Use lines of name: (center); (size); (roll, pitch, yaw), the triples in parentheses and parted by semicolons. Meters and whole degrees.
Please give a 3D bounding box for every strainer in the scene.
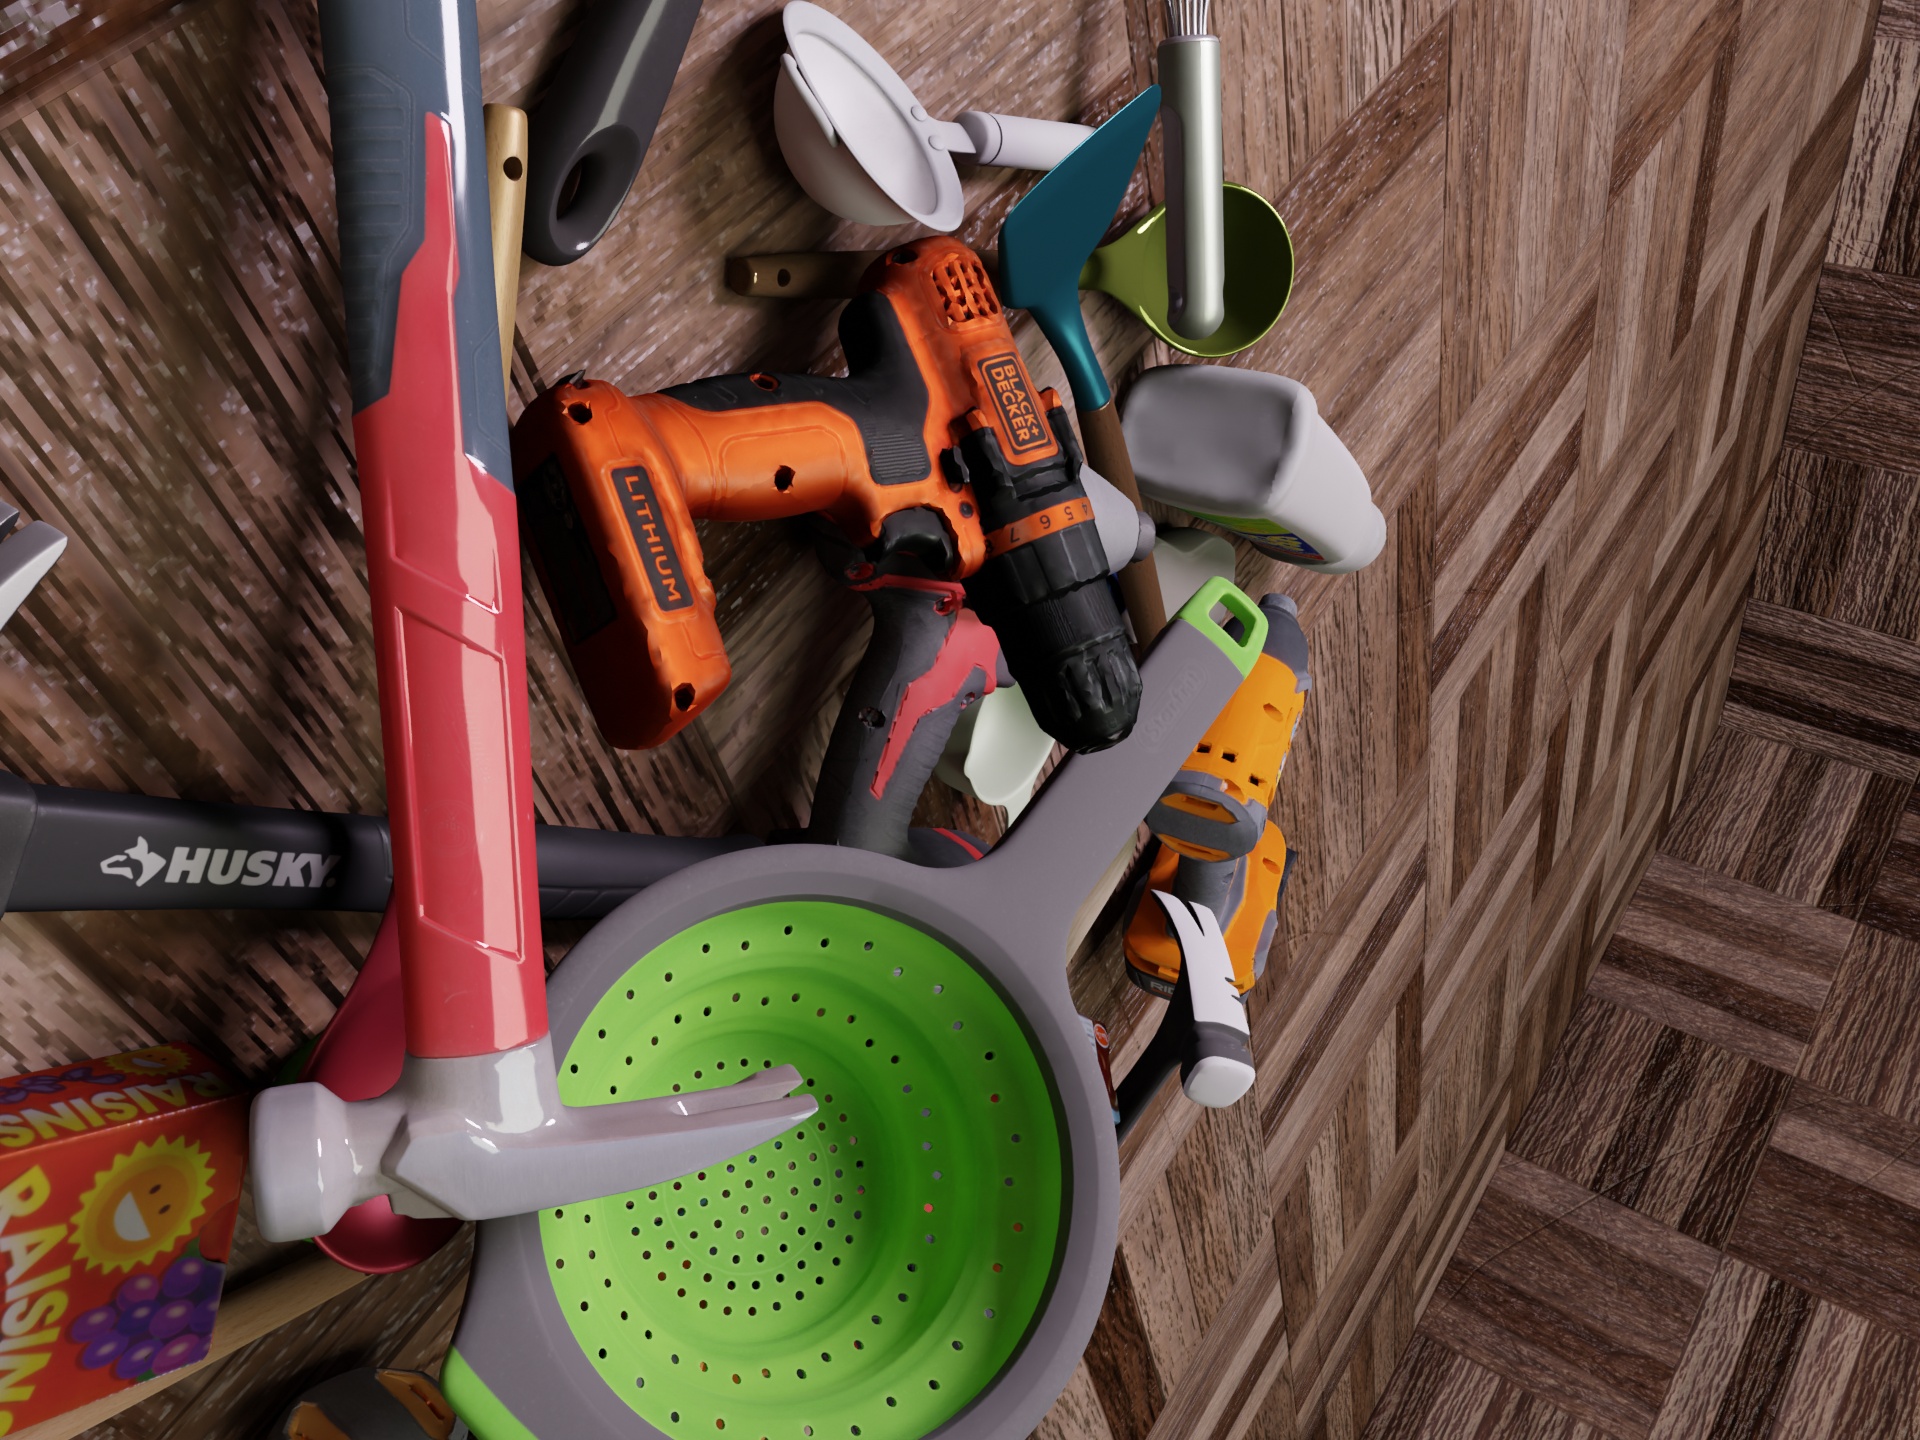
strainer: (0.000, -0.209, 0.576); (0.258, 0.050, 0.087); (-26, 86, -55)

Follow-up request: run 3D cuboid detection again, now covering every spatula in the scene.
spatula: (0.067, -0.110, 0.663); (0.082, 0.044, 0.317); (-45, 144, -17)

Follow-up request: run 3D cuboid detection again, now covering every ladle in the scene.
ladle: (0.036, -0.179, 0.637); (0.320, 0.062, 0.078); (-20, 118, -49)
ladle: (-0.141, -0.001, 0.427); (0.069, 0.031, 0.315); (-5, 109, -53)

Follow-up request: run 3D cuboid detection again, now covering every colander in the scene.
colander: (-0.012, 0.095, 0.562); (0.397, 0.204, 0.094); (-50, -175, -29)

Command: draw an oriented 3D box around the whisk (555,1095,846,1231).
whisk: (-0.092, 0.178, 0.680); (0.047, 0.051, 0.245); (-53, 157, 16)

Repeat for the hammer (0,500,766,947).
hammer: (-0.165, 0.038, 0.474); (0.334, 0.035, 0.146); (13, 98, -59)

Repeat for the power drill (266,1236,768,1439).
power drill: (-0.166, 0.308, 0.602); (0.226, 0.084, 0.185); (-4, 114, -53)

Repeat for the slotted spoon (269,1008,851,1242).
slotted spoon: (-0.131, 0.128, 0.591); (0.313, 0.031, 0.070); (5, 89, -61)

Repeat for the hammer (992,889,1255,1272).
hammer: (0.053, 0.245, 0.847); (0.127, 0.034, 0.336); (-94, -153, -55)

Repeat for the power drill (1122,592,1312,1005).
power drill: (0.149, 0.045, 0.887); (0.226, 0.084, 0.164); (85, 25, -51)

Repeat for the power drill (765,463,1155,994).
power drill: (-0.001, -0.002, 0.632); (0.143, 0.079, 0.219); (3, 106, -31)

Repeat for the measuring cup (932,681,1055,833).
measuring cup: (0.013, 0.034, 0.750); (0.083, 0.038, 0.167); (-38, 140, -41)

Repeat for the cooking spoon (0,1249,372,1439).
cooking spoon: (-0.282, 0.203, 0.407); (0.319, 0.017, 0.068); (-18, 124, -52)

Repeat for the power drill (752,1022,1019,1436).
power drill: (-0.005, 0.208, 0.700); (0.227, 0.080, 0.187); (-72, 149, -57)

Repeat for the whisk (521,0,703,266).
whisk: (-0.058, -0.264, 0.440); (0.073, 0.073, 0.296); (16, 102, -59)

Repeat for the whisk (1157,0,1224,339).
whisk: (0.089, -0.277, 0.630); (0.059, 0.058, 0.246); (-8, 106, -14)

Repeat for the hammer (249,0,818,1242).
hammer: (-0.112, -0.066, 0.387); (0.143, 0.038, 0.386); (-5, 102, -20)

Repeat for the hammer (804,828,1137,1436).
hammer: (-0.012, 0.227, 0.833); (0.411, 0.038, 0.146); (-64, 148, -8)
